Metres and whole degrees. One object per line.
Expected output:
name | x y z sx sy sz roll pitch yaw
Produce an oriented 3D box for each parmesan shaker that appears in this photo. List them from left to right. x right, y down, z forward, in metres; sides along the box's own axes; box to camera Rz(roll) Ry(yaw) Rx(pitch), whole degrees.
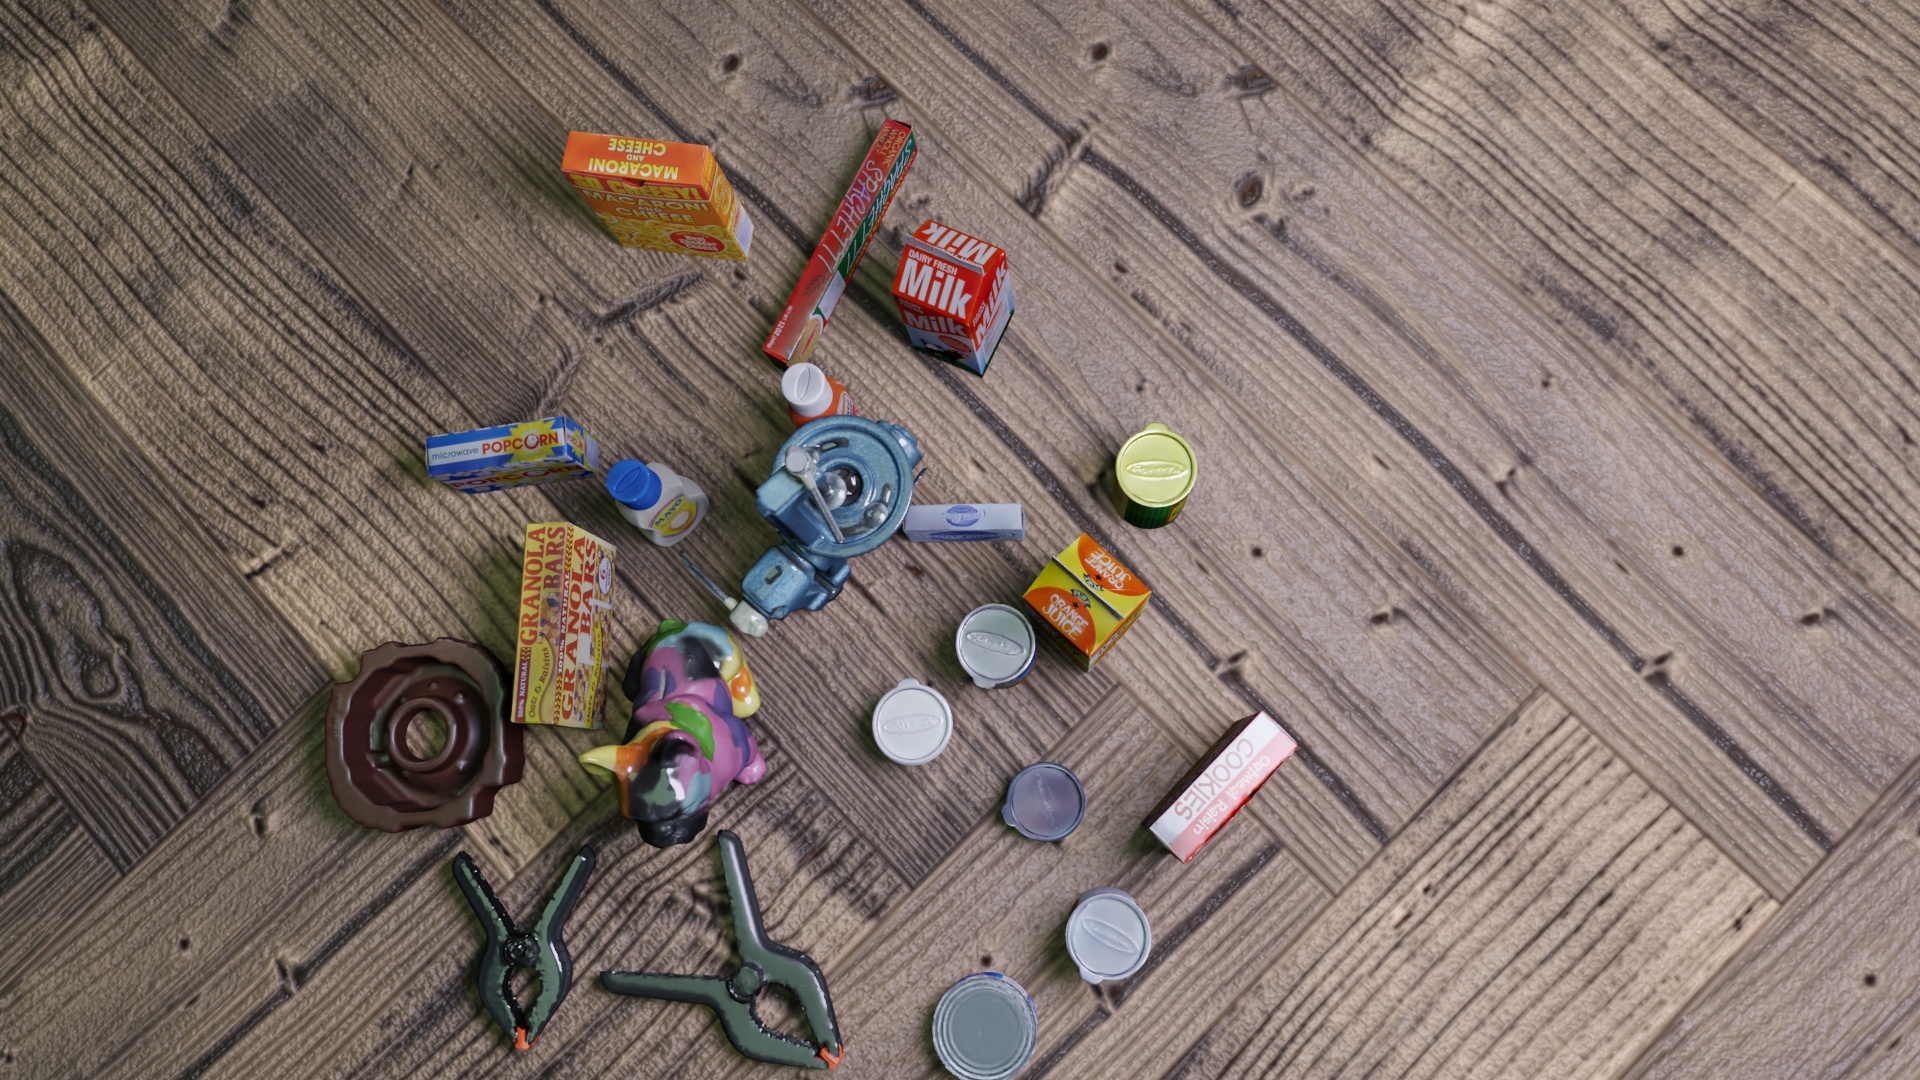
parmesan shaker | 0.164 -0.053 1.179 0.071 0.103 0.071 -1 80 5

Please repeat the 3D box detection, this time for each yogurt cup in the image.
yogurt cup | -0.038 0.157 1.181 0.072 0.054 0.072 -1 80 5

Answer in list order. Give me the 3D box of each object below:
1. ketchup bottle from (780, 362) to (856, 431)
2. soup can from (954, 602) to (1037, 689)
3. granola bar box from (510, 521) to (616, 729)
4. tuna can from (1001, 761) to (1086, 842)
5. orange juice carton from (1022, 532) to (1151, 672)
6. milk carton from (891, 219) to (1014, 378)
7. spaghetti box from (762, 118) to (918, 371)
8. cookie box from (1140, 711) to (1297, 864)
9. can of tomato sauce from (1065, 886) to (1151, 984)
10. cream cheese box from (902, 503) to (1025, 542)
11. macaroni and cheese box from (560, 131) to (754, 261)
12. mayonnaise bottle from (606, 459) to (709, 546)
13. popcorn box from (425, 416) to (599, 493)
ketchup bottle | -0.122 -0.114 1.190 0.043 0.148 0.065 10 81 7
soup can | 0.030 0.093 1.172 0.071 0.083 0.071 -1 80 5
granola bar box | -0.337 0.076 1.184 0.039 0.124 0.166 0 80 5
tuna can | 0.070 0.221 1.171 0.071 0.033 0.071 -1 79 5
orange juice carton | 0.102 0.050 1.119 0.072 0.192 0.073 43 86 10
milk carton | -0.005 -0.209 1.177 0.072 0.190 0.073 24 83 9
spaghetti box | -0.107 -0.268 1.268 0.029 0.050 0.250 26 82 9
cookie box | 0.201 0.195 1.096 0.040 0.167 0.123 44 86 10
can of tomato sauce | 0.118 0.318 1.123 0.071 0.083 0.071 -1 80 5
cream cheese box | 0.004 -0.015 1.210 0.104 0.053 0.024 -1 80 5
macaroni and cheese box | -0.262 -0.300 1.227 0.124 0.166 0.040 8 81 6
mayonnaise bottle | -0.261 -0.035 1.187 0.041 0.148 0.065 43 86 10
popcorn box | -0.397 -0.075 1.238 0.127 0.085 0.038 -8 79 3
